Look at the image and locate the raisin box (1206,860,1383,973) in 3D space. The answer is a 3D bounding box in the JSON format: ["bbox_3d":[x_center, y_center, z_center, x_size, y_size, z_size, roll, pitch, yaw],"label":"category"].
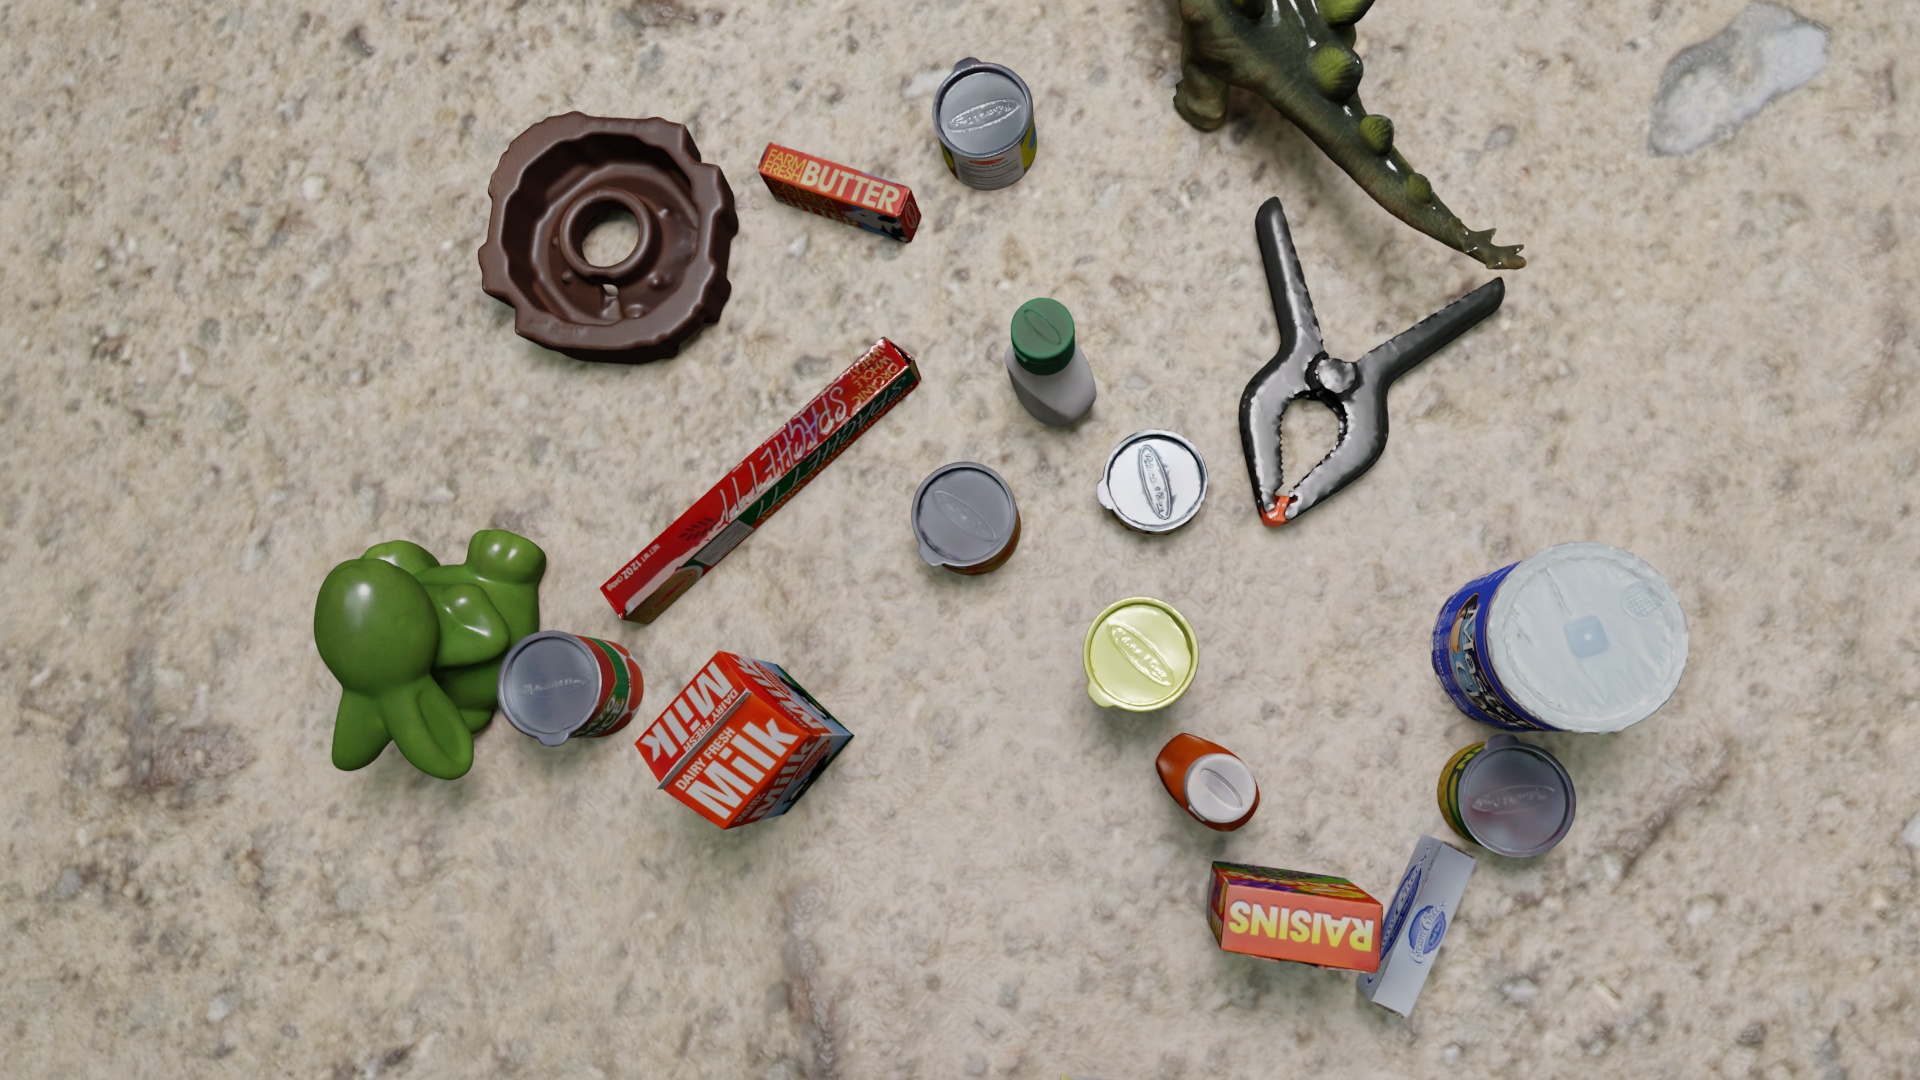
[{"bbox_3d":[0.189,0.216,0.803,0.086,0.123,0.040,7,83,7],"label":"raisin box"}]

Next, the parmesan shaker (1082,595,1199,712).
[{"bbox_3d":[0.106,0.073,0.843,0.071,0.103,0.071,-1,82,6],"label":"parmesan shaker"}]

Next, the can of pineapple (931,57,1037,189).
[{"bbox_3d":[0.017,-0.276,0.926,0.071,0.058,0.071,-1,82,6],"label":"can of pineapple"}]

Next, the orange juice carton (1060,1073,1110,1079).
[{"bbox_3d":[0.084,0.355,0.759,0.073,0.192,0.072,5,83,7],"label":"orange juice carton"}]

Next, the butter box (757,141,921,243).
[{"bbox_3d":[-0.081,-0.233,0.932,0.103,0.053,0.024,20,85,8],"label":"butter box"}]

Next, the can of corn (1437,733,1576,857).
[{"bbox_3d":[0.324,0.151,0.832,0.071,0.058,0.071,-1,82,6],"label":"can of corn"}]

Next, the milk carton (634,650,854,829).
[{"bbox_3d":[-0.127,0.117,0.816,0.073,0.190,0.072,41,88,10],"label":"milk carton"}]

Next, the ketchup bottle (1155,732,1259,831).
[{"bbox_3d":[0.145,0.142,0.805,0.065,0.148,0.043,42,88,10],"label":"ketchup bottle"}]

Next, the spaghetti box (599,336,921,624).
[{"bbox_3d":[-0.128,-0.038,0.910,0.250,0.050,0.029,-42,80,-1],"label":"spaghetti box"}]

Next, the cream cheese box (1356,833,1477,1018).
[{"bbox_3d":[0.271,0.228,0.828,0.024,0.053,0.104,25,85,9],"label":"cream cheese box"}]

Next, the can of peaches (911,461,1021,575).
[{"bbox_3d":[0.003,-0.011,0.888,0.071,0.058,0.071,-1,82,6],"label":"can of peaches"}]

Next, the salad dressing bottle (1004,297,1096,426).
[{"bbox_3d":[0.054,-0.109,0.852,0.044,0.147,0.064,-45,80,-1],"label":"salad dressing bottle"}]

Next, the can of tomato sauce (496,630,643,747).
[{"bbox_3d":[-0.246,0.095,0.886,0.071,0.083,0.071,-1,82,6],"label":"can of tomato sauce"}]

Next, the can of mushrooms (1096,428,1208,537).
[{"bbox_3d":[0.122,-0.036,0.892,0.071,0.033,0.071,-1,82,6],"label":"can of mushrooms"}]
